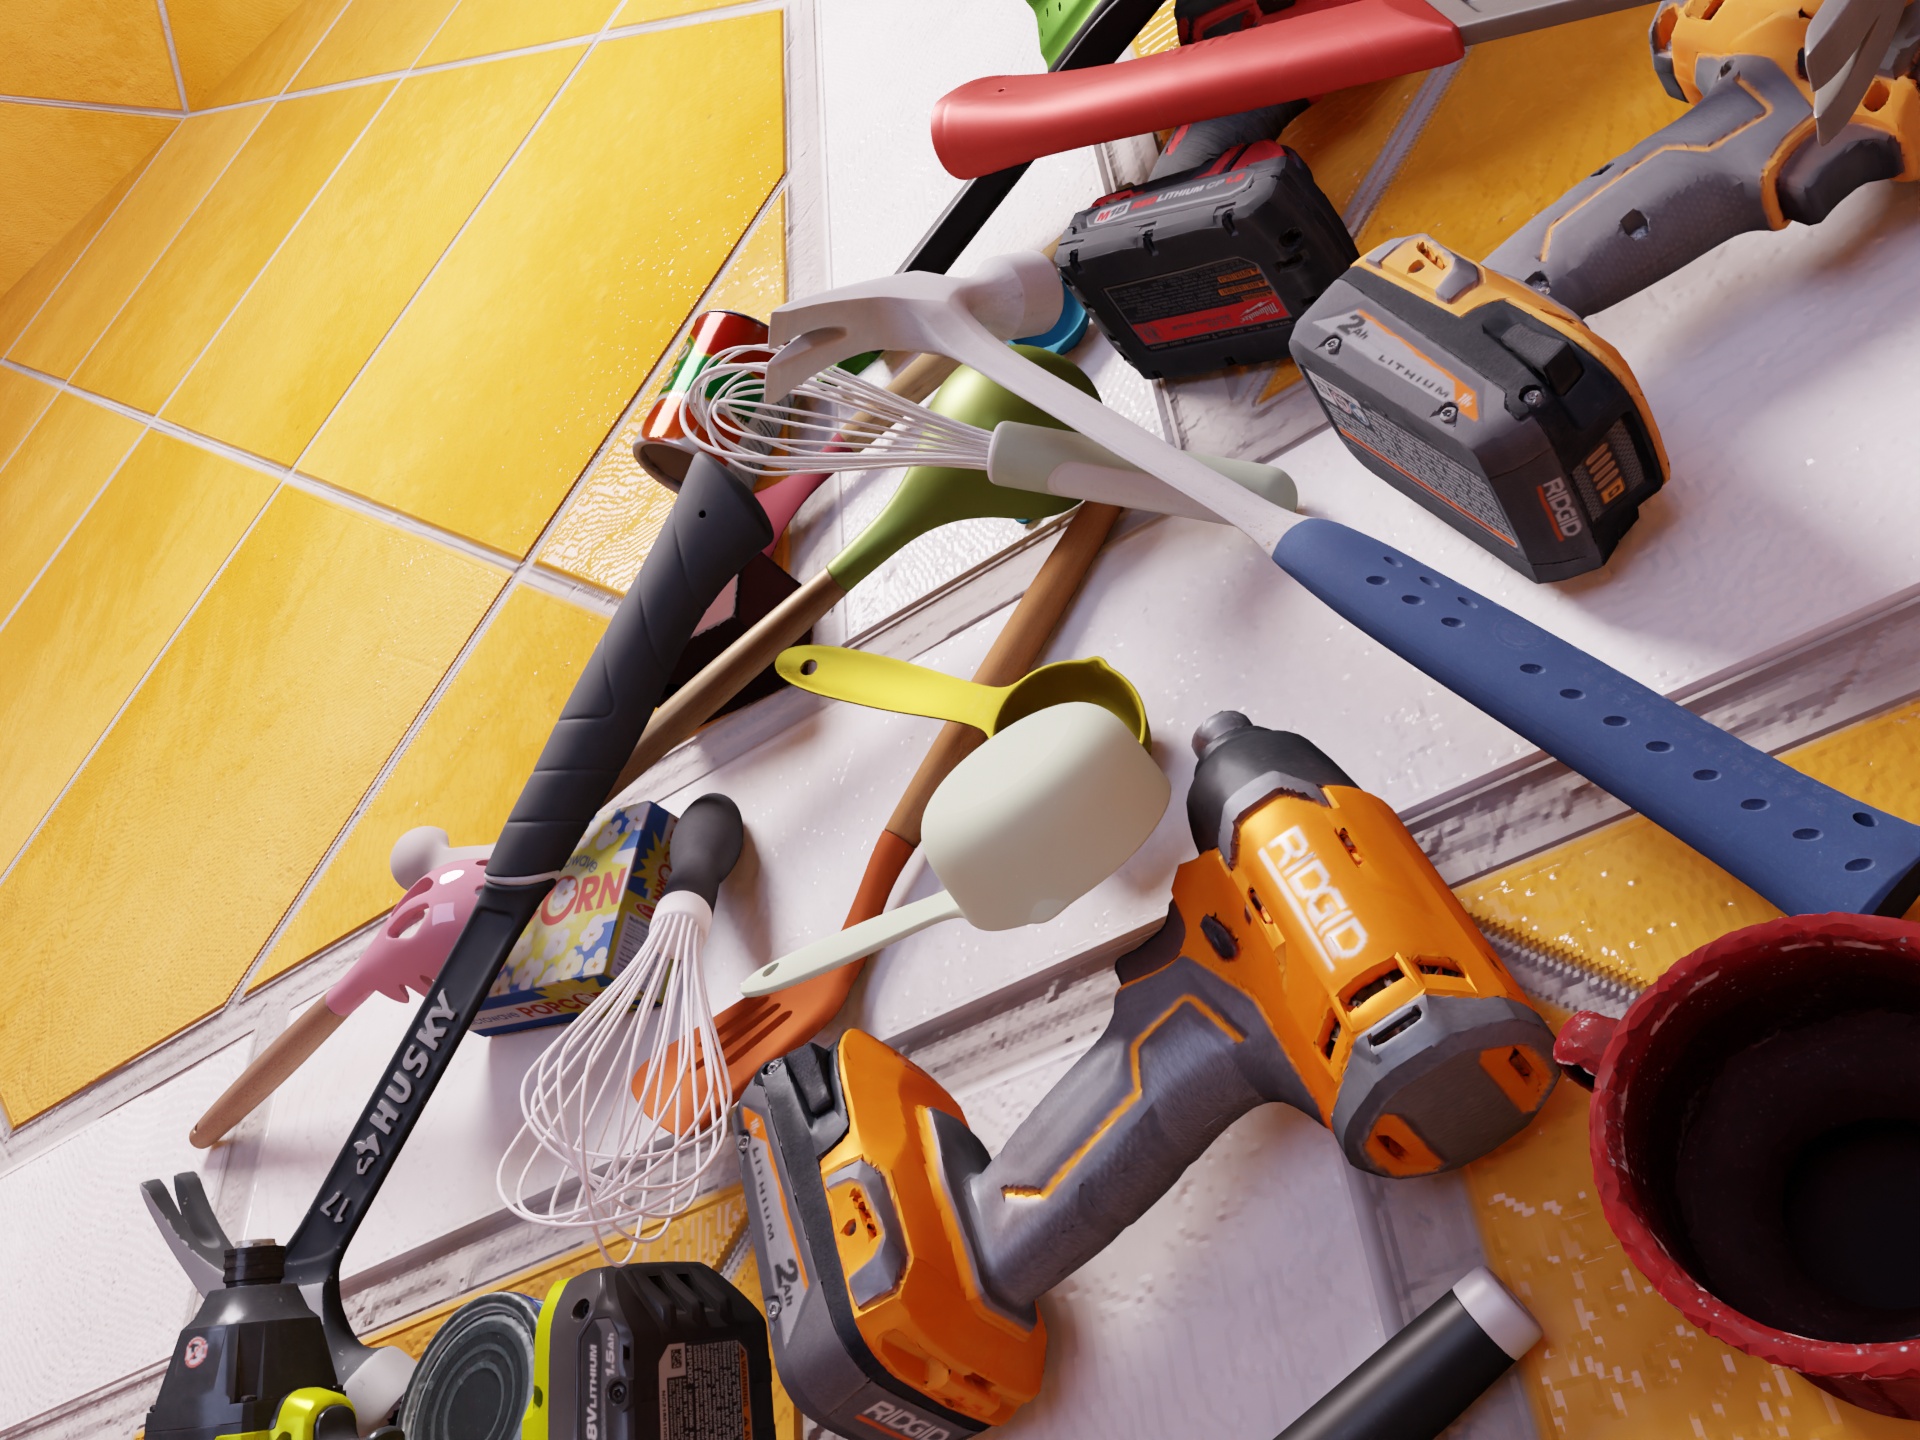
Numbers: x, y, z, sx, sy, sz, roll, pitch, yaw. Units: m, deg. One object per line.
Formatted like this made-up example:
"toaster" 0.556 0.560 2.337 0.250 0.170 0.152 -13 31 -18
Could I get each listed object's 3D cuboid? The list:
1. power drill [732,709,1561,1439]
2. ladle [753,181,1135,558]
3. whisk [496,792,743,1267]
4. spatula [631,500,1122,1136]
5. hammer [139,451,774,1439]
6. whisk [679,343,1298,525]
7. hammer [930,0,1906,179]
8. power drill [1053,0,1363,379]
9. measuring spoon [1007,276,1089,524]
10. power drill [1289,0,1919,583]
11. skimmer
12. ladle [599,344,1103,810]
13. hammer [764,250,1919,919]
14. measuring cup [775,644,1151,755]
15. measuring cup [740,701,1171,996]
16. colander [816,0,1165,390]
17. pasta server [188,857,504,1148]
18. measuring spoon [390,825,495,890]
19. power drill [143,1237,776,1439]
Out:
"power drill" 0.042 0.099 0.483 0.226 0.084 0.164 -36 40 12
"ladle" -0.035 -0.152 0.782 0.315 0.031 0.069 -40 50 10
"whisk" -0.109 0.091 0.583 0.070 0.070 0.285 -40 17 13
"spatula" -0.018 0.021 0.623 0.323 0.041 0.081 -59 24 -11
"hammer" -0.190 0.078 0.642 0.149 0.036 0.409 29 92 16
"whisk" 0.007 -0.105 0.615 0.246 0.057 0.059 12 52 12
"hammer" 0.130 -0.232 0.562 0.359 0.036 0.149 4 55 40
"power drill" 0.136 -0.256 0.667 0.143 0.078 0.220 0 58 43
"measuring spoon" 0.037 -0.142 0.719 0.042 0.021 0.129 -3 67 25
"power drill" 0.239 -0.147 0.488 0.226 0.084 0.186 -42 41 3
"skimmer" 0.002 0.266 0.385 0.363 0.090 0.127 -44 73 4
"ladle" -0.069 -0.043 0.690 0.320 0.062 0.078 -40 80 11
"hammer" 0.094 -0.059 0.499 0.406 0.144 0.035 39 135 36
"measuring cup" -0.001 -0.002 0.600 0.156 0.029 0.062 14 68 27
"measuring cup" -0.014 0.045 0.506 0.167 0.038 0.083 -27 18 23
"colander" 0.025 -0.326 0.742 0.397 0.094 0.205 -46 13 26
"pasta server" -0.301 0.148 0.763 0.316 0.040 0.060 -38 40 36
"measuring spoon" -0.238 0.065 0.751 0.124 0.018 0.034 -2 60 46
"power drill" -0.175 0.250 0.519 0.223 0.080 0.171 -15 68 22
